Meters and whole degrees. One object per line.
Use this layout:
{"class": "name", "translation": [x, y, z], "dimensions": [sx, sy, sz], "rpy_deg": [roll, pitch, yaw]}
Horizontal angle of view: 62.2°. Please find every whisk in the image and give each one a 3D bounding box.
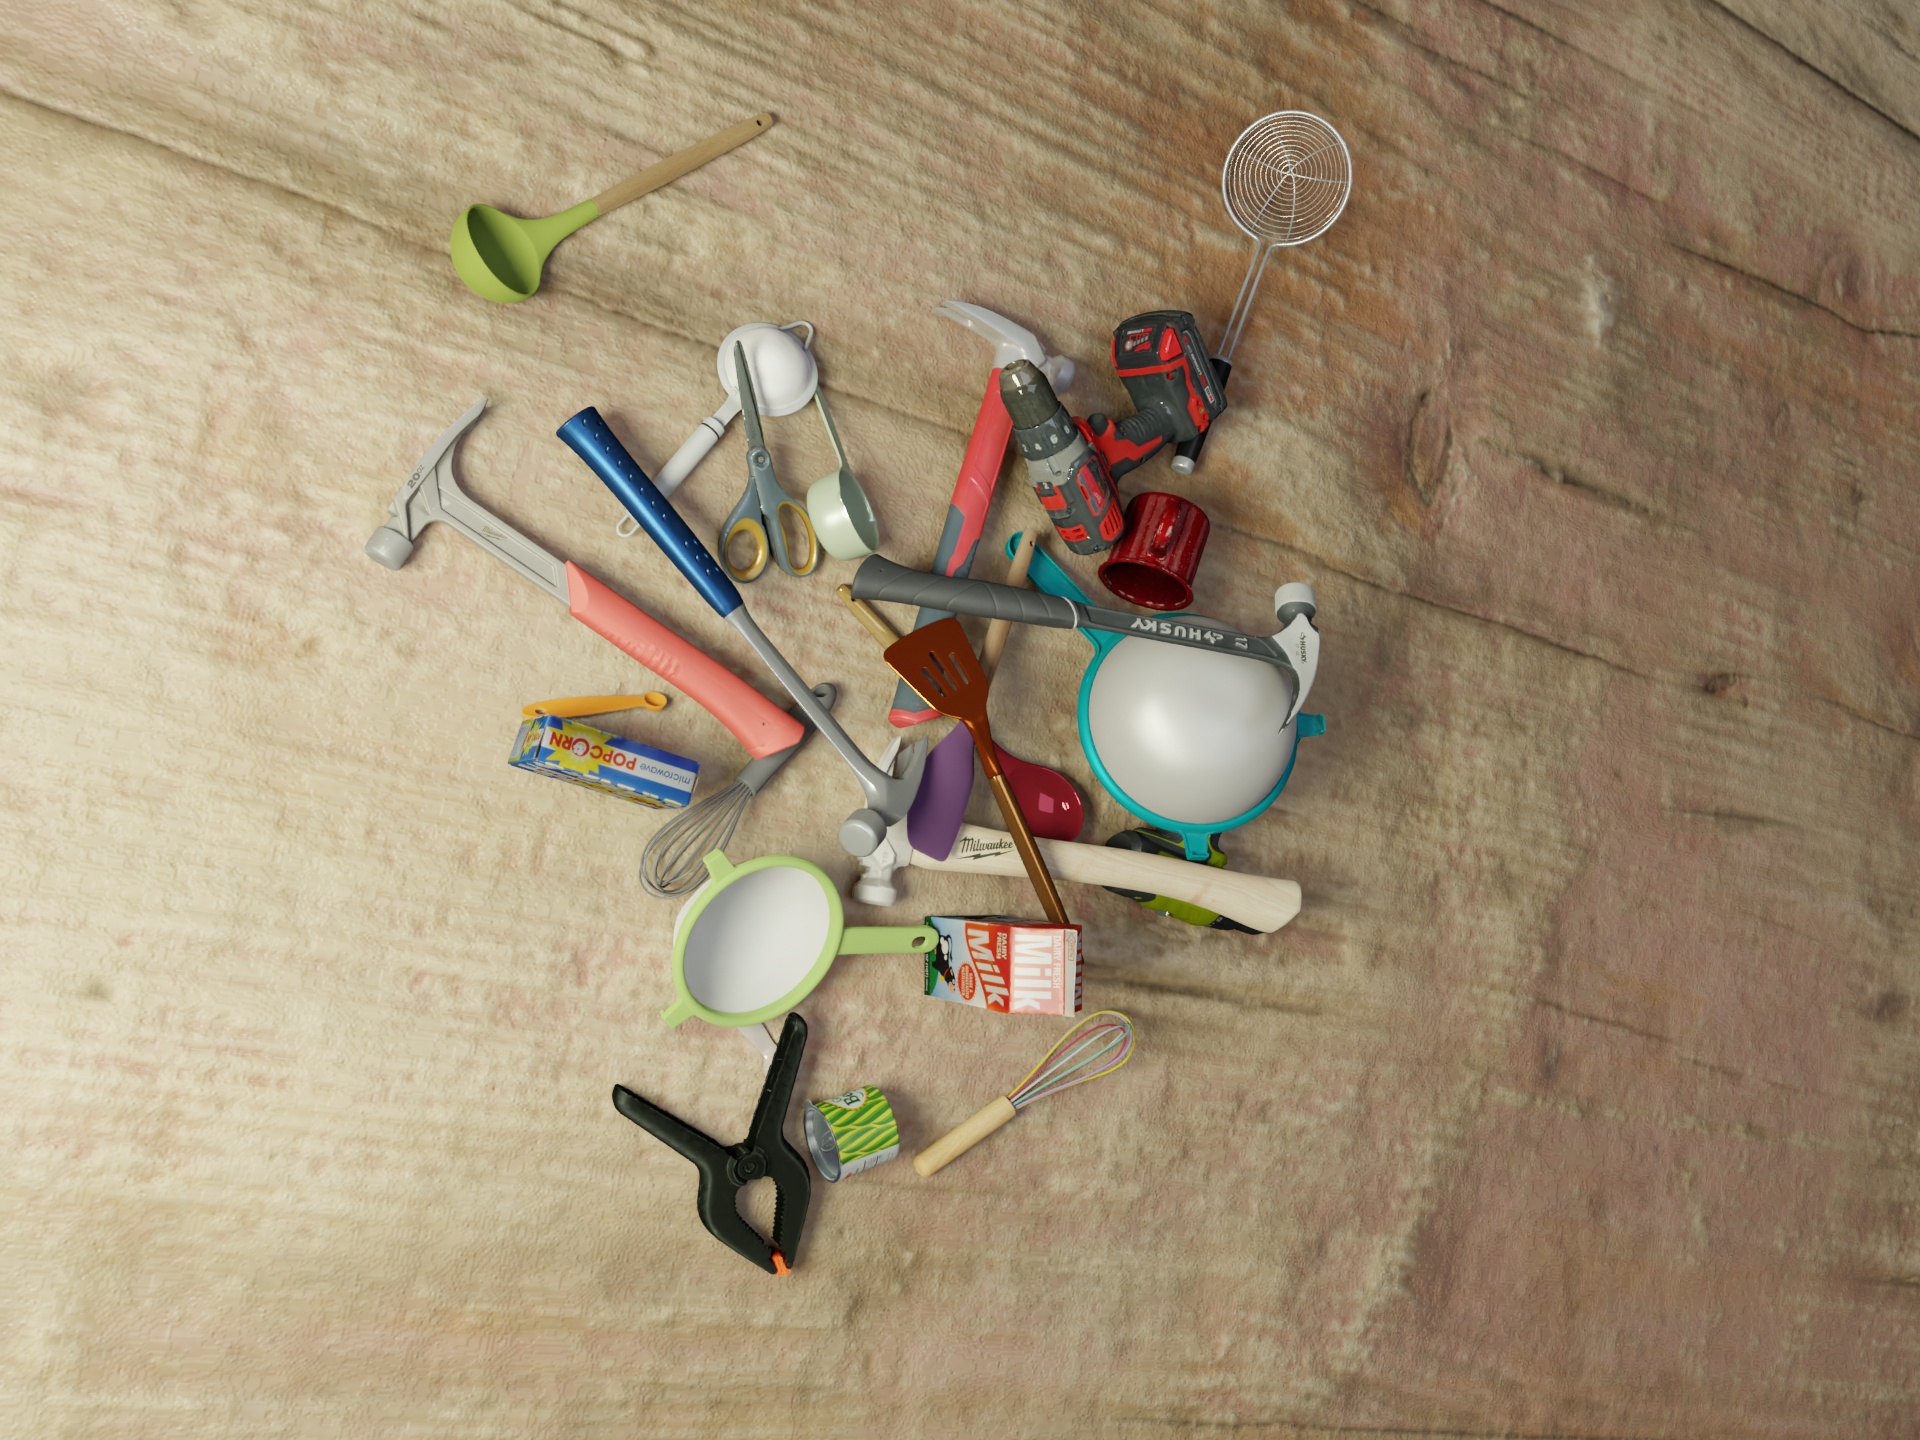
{"class": "whisk", "translation": [-0.179, 0.053, 1.311], "dimensions": [0.055, 0.055, 0.239], "rpy_deg": [49, 62, -18]}
{"class": "whisk", "translation": [0.063, 0.338, 1.431], "dimensions": [0.245, 0.051, 0.047], "rpy_deg": [-30, 108, -23]}

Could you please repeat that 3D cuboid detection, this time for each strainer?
{"class": "strainer", "translation": [-0.199, -0.247, 1.315], "dimensions": [0.087, 0.050, 0.258], "rpy_deg": [38, 73, -5]}
{"class": "strainer", "translation": [0.172, -0.056, 1.418], "dimensions": [0.340, 0.095, 0.211], "rpy_deg": [46, 70, 2]}
{"class": "strainer", "translation": [-0.134, 0.170, 1.317], "dimensions": [0.256, 0.069, 0.151], "rpy_deg": [6, 107, -40]}

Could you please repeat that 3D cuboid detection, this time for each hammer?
{"class": "hammer", "translation": [-0.172, -0.081, 1.269], "dimensions": [0.405, 0.035, 0.144], "rpy_deg": [51, 33, -8]}
{"class": "hammer", "translation": [-0.009, -0.180, 1.402], "dimensions": [0.143, 0.038, 0.386], "rpy_deg": [24, 73, -25]}
{"class": "hammer", "translation": [-0.271, -0.091, 1.250], "dimensions": [0.359, 0.037, 0.149], "rpy_deg": [35, 72, -16]}
{"class": "hammer", "translation": [0.113, 0.119, 1.417], "dimensions": [0.410, 0.038, 0.146], "rpy_deg": [10, 82, -14]}
{"class": "hammer", "translation": [0.110, -0.083, 1.352], "dimensions": [0.409, 0.036, 0.149], "rpy_deg": [9, 55, -7]}

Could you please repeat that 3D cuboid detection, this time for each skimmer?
{"class": "skimmer", "translation": [0.277, -0.416, 1.554], "dimensions": [0.127, 0.090, 0.363], "rpy_deg": [20, 79, 6]}

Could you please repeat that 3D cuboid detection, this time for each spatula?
{"class": "spatula", "translation": [0.035, 0.068, 1.360], "dimensions": [0.081, 0.041, 0.322], "rpy_deg": [-29, 102, -29]}
{"class": "spatula", "translation": [0.015, -0.030, 1.386], "dimensions": [0.059, 0.018, 0.316], "rpy_deg": [31, 67, -31]}

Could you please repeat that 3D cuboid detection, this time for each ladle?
{"class": "ladle", "translation": [-0.269, -0.425, 1.275], "dimensions": [0.320, 0.062, 0.078], "rpy_deg": [-38, 108, -27]}
{"class": "ladle", "translation": [-0.002, -0.005, 1.419], "dimensions": [0.315, 0.031, 0.069], "rpy_deg": [47, 66, -17]}

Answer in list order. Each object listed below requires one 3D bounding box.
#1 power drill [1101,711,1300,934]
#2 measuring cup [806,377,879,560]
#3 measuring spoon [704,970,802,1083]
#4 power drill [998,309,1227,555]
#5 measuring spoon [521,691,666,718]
{"class": "power drill", "translation": [0.246, 0.085, 1.523], "dimensions": [0.190, 0.080, 0.228], "rpy_deg": [22, 80, -25]}
{"class": "measuring cup", "translation": [-0.115, -0.214, 1.357], "dimensions": [0.038, 0.083, 0.168], "rpy_deg": [-22, 76, 15]}
{"class": "measuring spoon", "translation": [-0.171, 0.256, 1.318], "dimensions": [0.034, 0.018, 0.124], "rpy_deg": [-42, 107, -23]}
{"class": "power drill", "translation": [0.132, -0.285, 1.441], "dimensions": [0.227, 0.080, 0.187], "rpy_deg": [-48, 123, -29]}
{"class": "measuring spoon", "translation": [-0.291, -0.009, 1.267], "dimensions": [0.117, 0.021, 0.011], "rpy_deg": [-6, 134, -28]}
